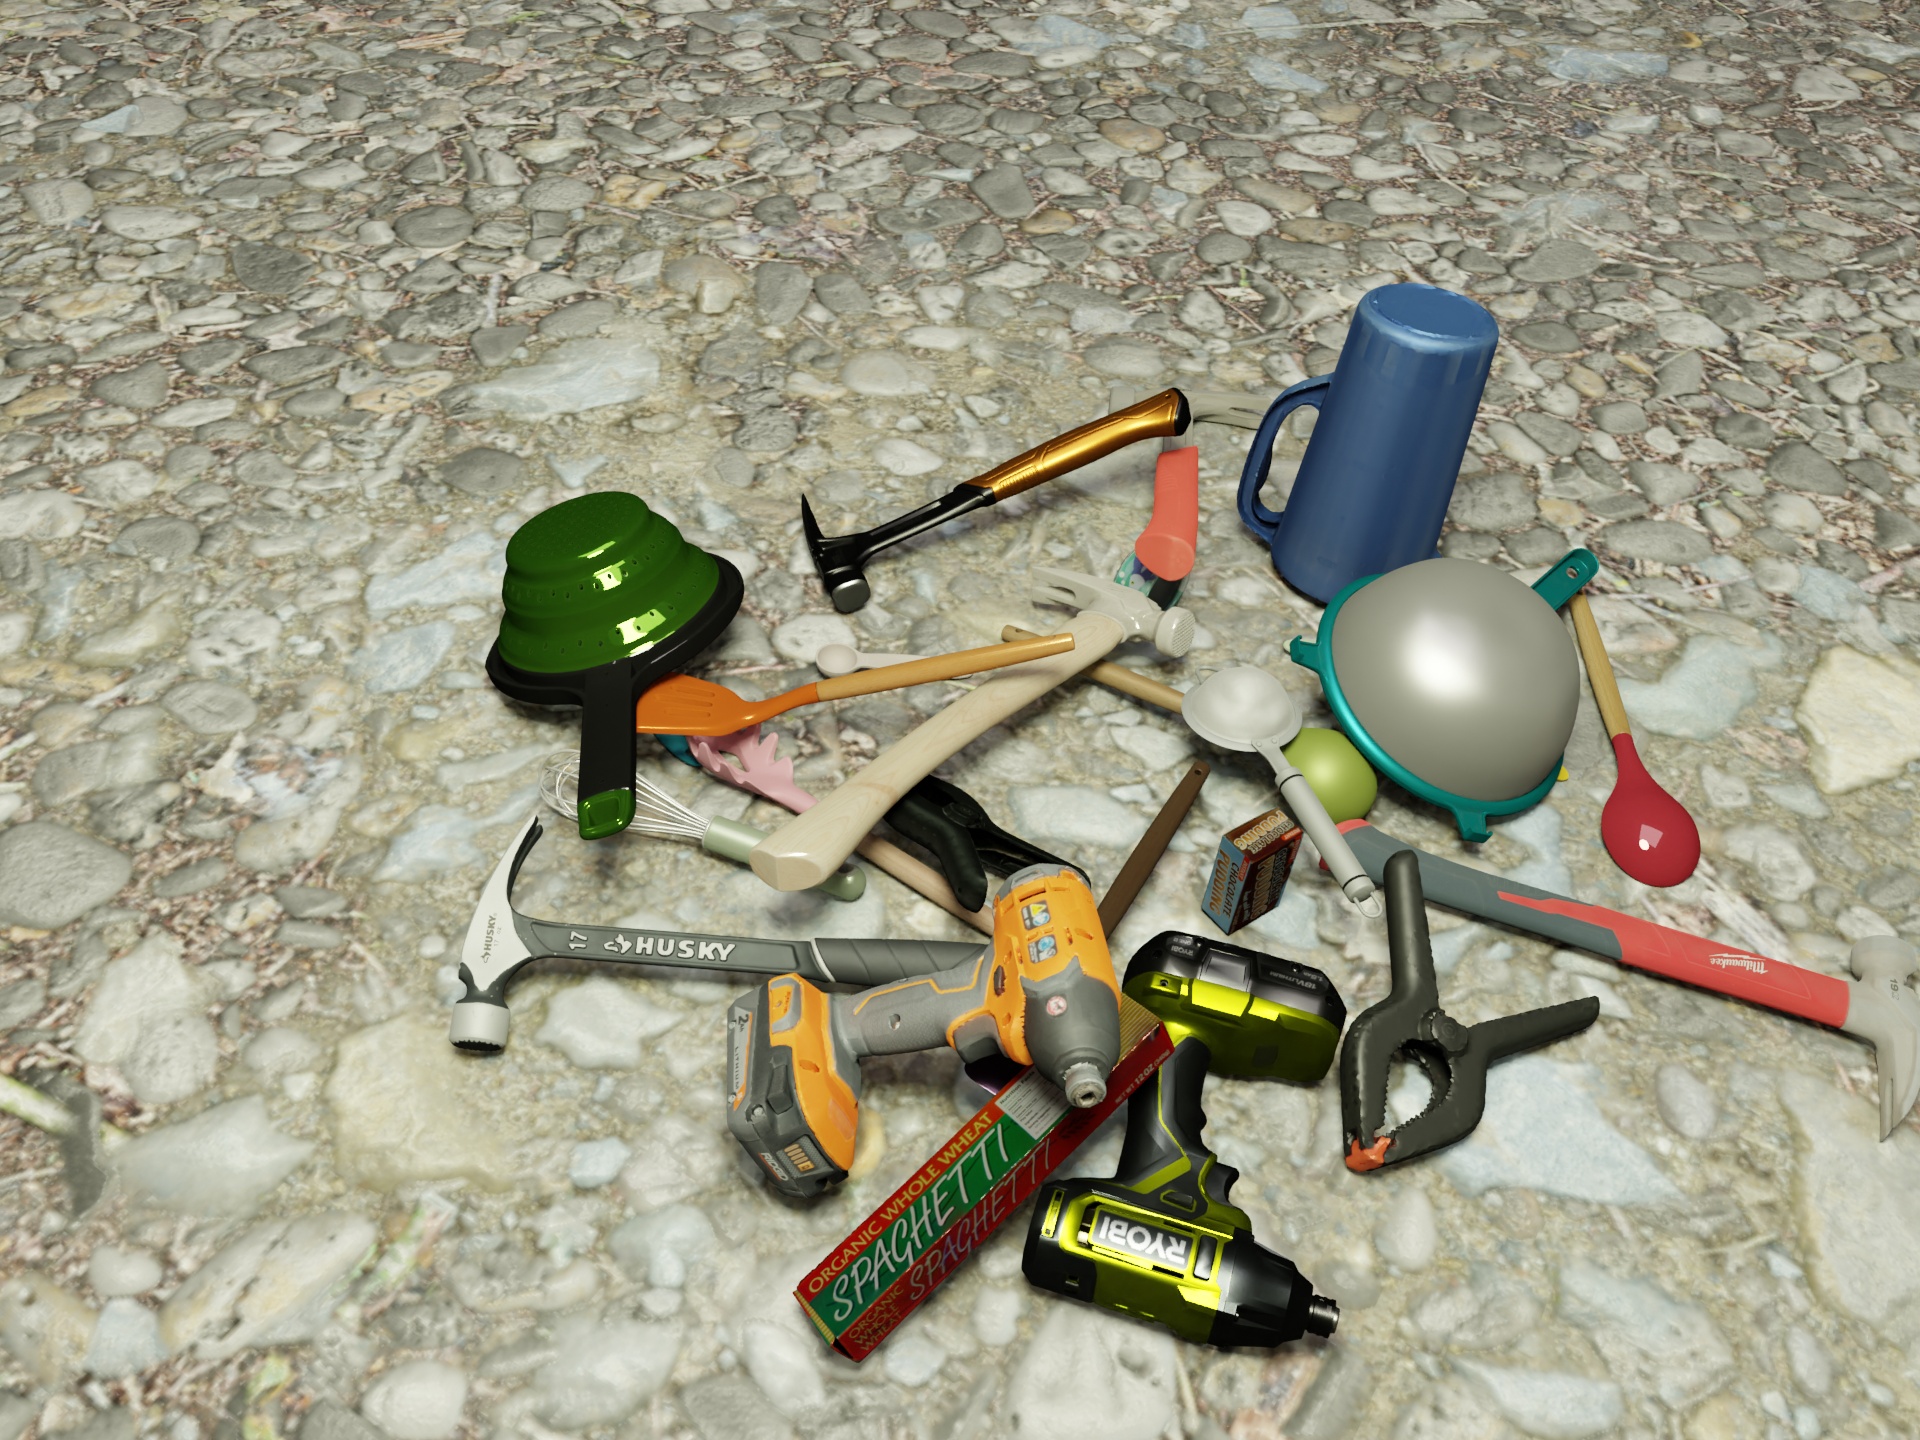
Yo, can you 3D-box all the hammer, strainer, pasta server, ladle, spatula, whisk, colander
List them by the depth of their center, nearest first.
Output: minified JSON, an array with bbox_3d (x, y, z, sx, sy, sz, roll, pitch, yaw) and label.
[{"bbox_3d":[-0.108,0.147,1.016,0.409,0.036,0.149,4,67,-4],"label":"hammer"},{"bbox_3d":[0.098,0.127,1.029,0.060,0.018,0.316,30,48,10],"label":"spatula"},{"bbox_3d":[0.428,0.153,1.056,0.386,0.038,0.143,17,49,13],"label":"hammer"},{"bbox_3d":[0.224,0.034,1.091,0.087,0.050,0.259,-12,48,-15],"label":"strainer"},{"bbox_3d":[-0.180,0.075,1.097,0.246,0.059,0.058,19,31,8],"label":"whisk"},{"bbox_3d":[-0.071,0.076,1.106,0.316,0.040,0.060,30,37,23],"label":"pasta server"},{"bbox_3d":[-0.260,-0.064,1.124,0.204,0.094,0.398,-17,34,0],"label":"colander"},{"bbox_3d":[-0.080,-0.032,1.127,0.322,0.041,0.081,-11,34,8],"label":"spatula"},{"bbox_3d":[-0.002,-0.004,1.127,0.146,0.038,0.410,22,40,32],"label":"hammer"},{"bbox_3d":[0.414,-0.072,1.186,0.340,0.095,0.211,-34,76,-35],"label":"strainer"},{"bbox_3d":[0.164,-0.004,1.203,0.320,0.062,0.078,24,45,28],"label":"ladle"},{"bbox_3d":[0.504,-0.003,1.222,0.069,0.031,0.316,4,44,2],"label":"ladle"},{"bbox_3d":[0.032,-0.201,1.322,0.337,0.034,0.127,-24,49,-2],"label":"hammer"},{"bbox_3d":[0.192,-0.209,1.343,0.149,0.036,0.359,6,31,5],"label":"hammer"}]

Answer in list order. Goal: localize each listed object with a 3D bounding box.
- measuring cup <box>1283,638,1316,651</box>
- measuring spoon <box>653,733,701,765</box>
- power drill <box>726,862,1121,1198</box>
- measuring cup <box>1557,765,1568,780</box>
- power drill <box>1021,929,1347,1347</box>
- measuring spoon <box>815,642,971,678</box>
[{"bbox_3d":[0.342,-0.060,1.258,0.167,0.038,0.083,7,46,1],"label":"measuring cup"},{"bbox_3d":[-0.230,-0.009,1.190,0.042,0.021,0.129,-31,53,-28],"label":"measuring spoon"},{"bbox_3d":[-0.017,0.184,0.903,0.226,0.084,0.164,-24,33,7],"label":"power drill"},{"bbox_3d":[0.385,0.010,1.210,0.156,0.029,0.062,31,52,9],"label":"measuring cup"},{"bbox_3d":[0.147,0.245,0.928,0.171,0.080,0.223,14,50,11],"label":"power drill"},{"bbox_3d":[-0.052,-0.039,1.240,0.124,0.018,0.034,5,45,-7],"label":"measuring spoon"}]
